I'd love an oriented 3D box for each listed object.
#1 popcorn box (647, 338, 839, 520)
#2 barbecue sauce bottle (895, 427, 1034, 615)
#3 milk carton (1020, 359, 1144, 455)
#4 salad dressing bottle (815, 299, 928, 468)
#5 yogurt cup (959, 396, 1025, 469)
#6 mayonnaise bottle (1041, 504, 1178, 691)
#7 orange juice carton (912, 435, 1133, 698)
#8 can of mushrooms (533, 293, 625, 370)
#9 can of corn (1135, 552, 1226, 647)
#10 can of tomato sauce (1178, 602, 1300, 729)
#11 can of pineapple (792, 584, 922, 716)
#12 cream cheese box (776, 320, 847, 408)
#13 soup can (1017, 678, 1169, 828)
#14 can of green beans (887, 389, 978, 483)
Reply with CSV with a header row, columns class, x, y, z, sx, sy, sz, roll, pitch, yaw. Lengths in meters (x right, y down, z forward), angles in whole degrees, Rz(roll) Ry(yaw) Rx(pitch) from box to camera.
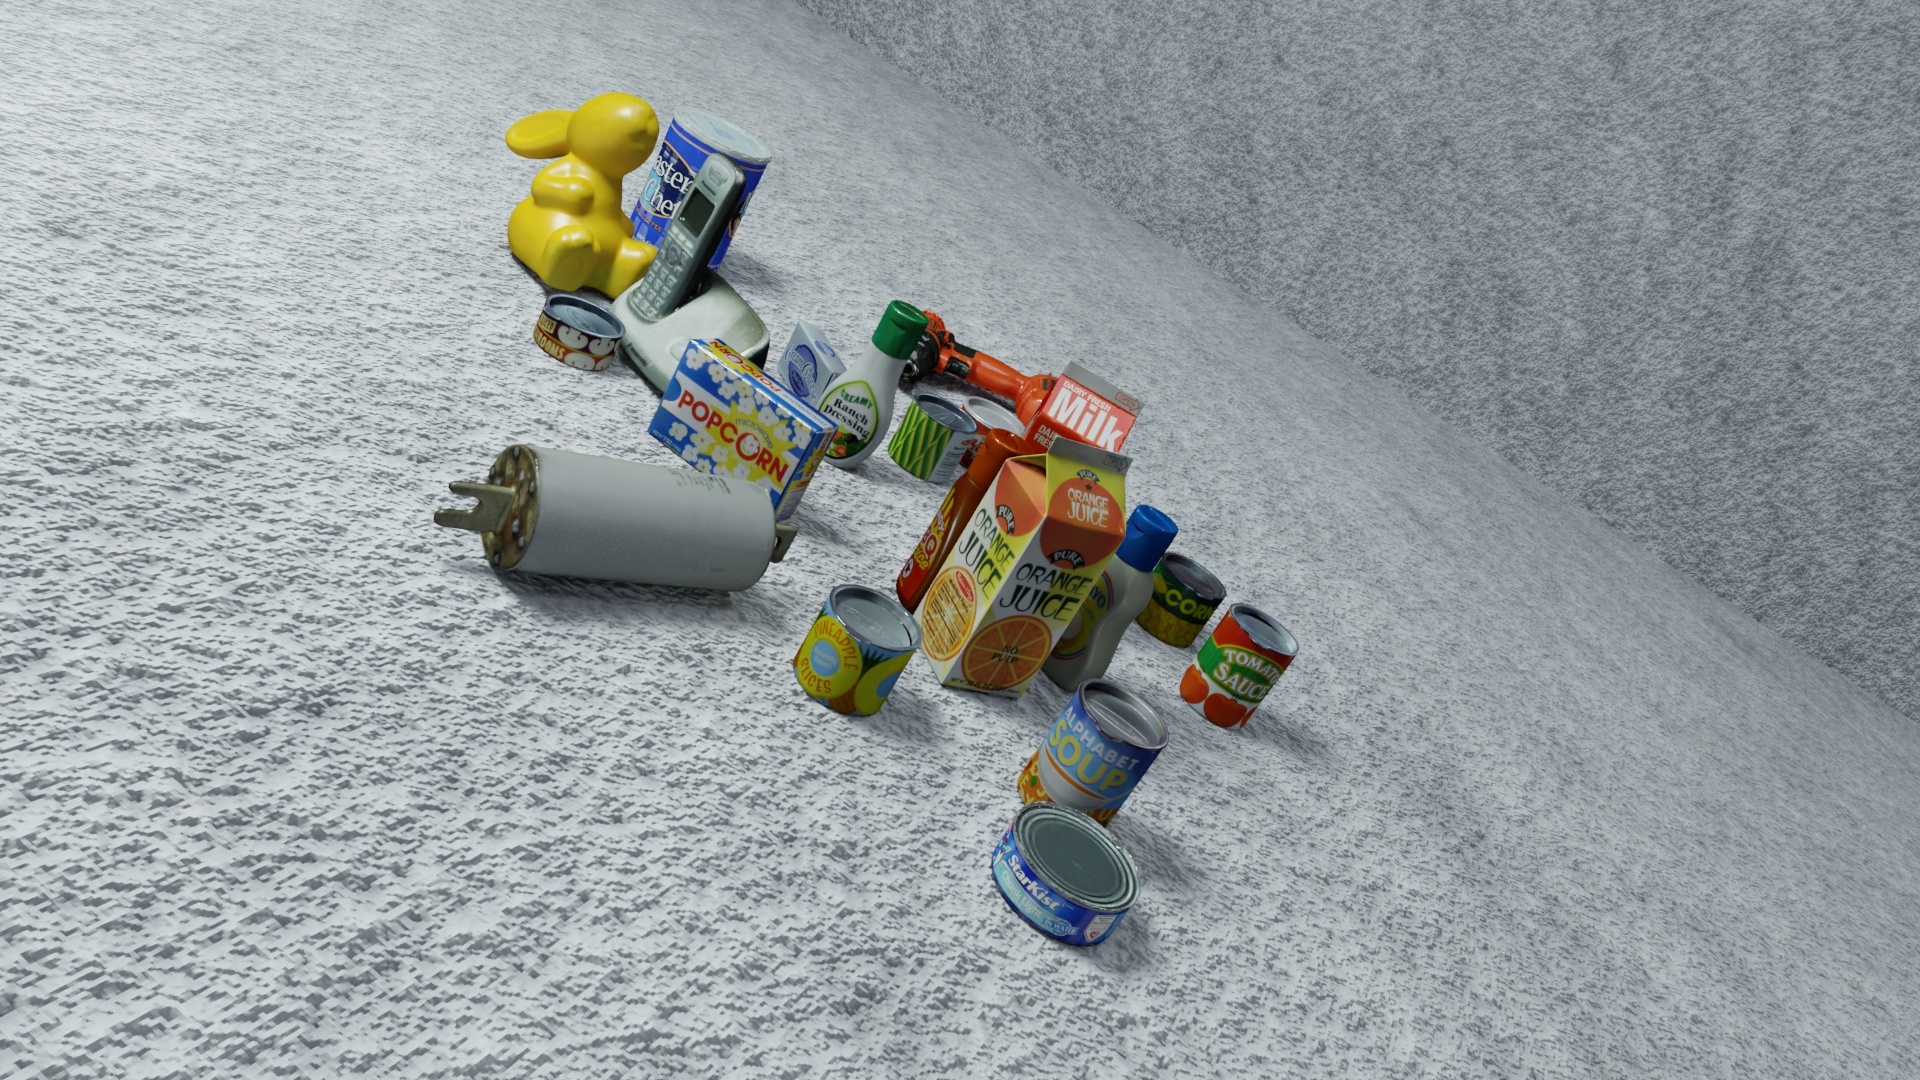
class,x,y,z,sx,sy,sz,roll,pitch,yaw
popcorn box,-0.164,-0.084,1.050,0.127,0.085,0.038,36,23,13
barbecue sauce bottle,0.004,-0.013,1.026,0.043,0.148,0.065,23,24,-18
milk carton,0.071,-0.051,1.131,0.072,0.189,0.074,30,23,-2
salad dressing bottle,-0.076,-0.132,1.173,0.064,0.147,0.044,33,23,4
yogurt cup,0.022,-0.100,1.344,0.072,0.053,0.073,26,23,-12
mayonnaise bottle,0.110,0.041,1.044,0.041,0.147,0.065,8,32,-43
orange juice carton,0.046,0.013,0.970,0.072,0.192,0.073,15,27,-33
can of mushrooms,-0.308,-0.167,1.113,0.071,0.033,0.071,26,23,-12
can of corn,0.193,0.054,1.232,0.071,0.058,0.071,26,23,-12
can of tomato sauce,0.228,0.105,1.140,0.071,0.082,0.071,26,23,-12
can of pineapple,-0.068,0.070,0.888,0.071,0.057,0.071,26,23,-12
cream cheese box,-0.134,-0.153,1.266,0.024,0.053,0.104,14,28,-35
soup can,0.083,0.142,0.891,0.071,0.083,0.071,26,23,-12
can of green beans,-0.026,-0.094,1.270,0.071,0.057,0.071,26,23,-12
